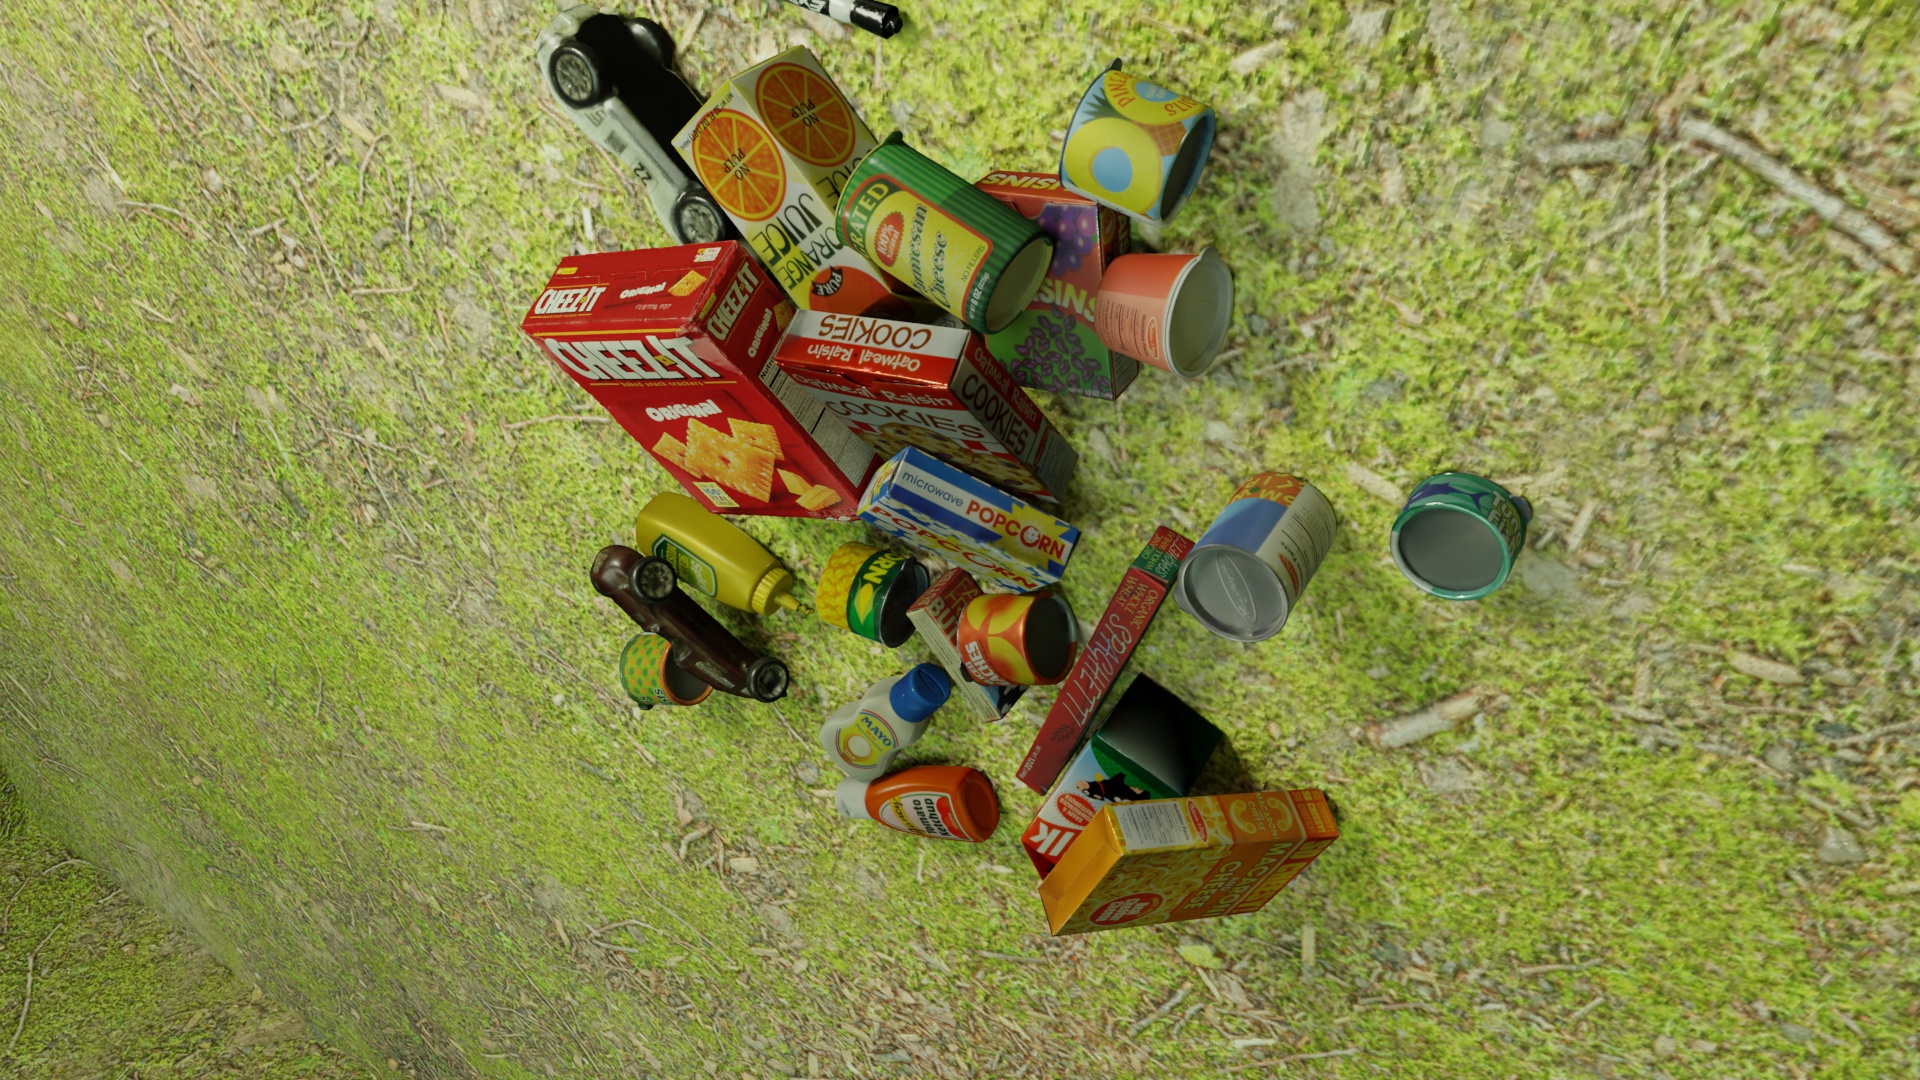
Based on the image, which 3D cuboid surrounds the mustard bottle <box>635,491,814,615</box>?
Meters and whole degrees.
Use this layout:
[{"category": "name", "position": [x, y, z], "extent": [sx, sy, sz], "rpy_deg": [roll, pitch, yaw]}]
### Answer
[{"category": "mustard bottle", "position": [-0.185, 0.020, 1.107], "extent": [0.160, 0.049, 0.065], "rpy_deg": [28, 141, 16]}]

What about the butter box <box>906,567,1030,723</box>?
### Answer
[{"category": "butter box", "position": [0.009, 0.075, 1.002], "extent": [0.024, 0.053, 0.103], "rpy_deg": [-23, 107, 48]}]

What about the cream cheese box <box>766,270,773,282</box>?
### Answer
[{"category": "cream cheese box", "position": [-0.157, -0.164, 0.960], "extent": [0.053, 0.024, 0.103], "rpy_deg": [26, 134, 19]}]

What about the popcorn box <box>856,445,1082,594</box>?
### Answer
[{"category": "popcorn box", "position": [0.003, -0.011, 0.899], "extent": [0.127, 0.038, 0.085], "rpy_deg": [26, 164, -12]}]

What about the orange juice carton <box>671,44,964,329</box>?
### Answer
[{"category": "orange juice carton", "position": [-0.076, -0.193, 0.842], "extent": [0.071, 0.073, 0.192], "rpy_deg": [-28, 104, 46]}]

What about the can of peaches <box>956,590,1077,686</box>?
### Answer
[{"category": "can of peaches", "position": [0.039, 0.070, 0.963], "extent": [0.058, 0.071, 0.071], "rpy_deg": [-6, 119, 38]}]

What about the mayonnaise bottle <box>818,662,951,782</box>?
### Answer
[{"category": "mayonnaise bottle", "position": [-0.058, 0.143, 1.114], "extent": [0.065, 0.041, 0.147], "rpy_deg": [46, 138, 0]}]

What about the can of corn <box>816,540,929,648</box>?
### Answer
[{"category": "can of corn", "position": [-0.064, 0.037, 1.018], "extent": [0.058, 0.071, 0.070], "rpy_deg": [18, 132, 25]}]

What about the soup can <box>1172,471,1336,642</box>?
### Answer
[{"category": "soup can", "position": [0.171, 0.009, 0.806], "extent": [0.071, 0.084, 0.071], "rpy_deg": [20, 132, 24]}]

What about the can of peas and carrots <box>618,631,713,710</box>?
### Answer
[{"category": "can of peas and carrots", "position": [-0.256, 0.115, 1.219], "extent": [0.058, 0.071, 0.070], "rpy_deg": [-4, 120, 38]}]

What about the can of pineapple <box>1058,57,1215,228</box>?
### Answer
[{"category": "can of pineapple", "position": [0.091, -0.203, 0.713], "extent": [0.058, 0.071, 0.070], "rpy_deg": [27, 135, 16]}]

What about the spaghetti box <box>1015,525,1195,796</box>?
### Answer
[{"category": "spaghetti box", "position": [0.095, 0.088, 0.950], "extent": [0.029, 0.050, 0.248], "rpy_deg": [32, 136, 10]}]

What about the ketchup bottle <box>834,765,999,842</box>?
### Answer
[{"category": "ketchup bottle", "position": [-0.040, 0.217, 1.158], "extent": [0.148, 0.044, 0.064], "rpy_deg": [-5, 119, 40]}]

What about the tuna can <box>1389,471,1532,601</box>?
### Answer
[{"category": "tuna can", "position": [0.273, -0.002, 0.758], "extent": [0.071, 0.033, 0.070], "rpy_deg": [20, 133, 24]}]

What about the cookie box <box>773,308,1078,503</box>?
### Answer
[{"category": "cookie box", "position": [-0.017, -0.078, 0.846], "extent": [0.123, 0.040, 0.167], "rpy_deg": [12, 164, 30]}]

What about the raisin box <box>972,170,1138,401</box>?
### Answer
[{"category": "raisin box", "position": [0.054, -0.148, 0.804], "extent": [0.086, 0.040, 0.122], "rpy_deg": [13, 129, 30]}]

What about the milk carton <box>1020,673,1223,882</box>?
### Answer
[{"category": "milk carton", "position": [0.106, 0.189, 1.004], "extent": [0.073, 0.073, 0.189], "rpy_deg": [36, 137, 8]}]

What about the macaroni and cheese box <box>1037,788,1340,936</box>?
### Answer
[{"category": "macaroni and cheese box", "position": [0.152, 0.216, 0.938], "extent": [0.123, 0.167, 0.040], "rpy_deg": [117, 145, -46]}]

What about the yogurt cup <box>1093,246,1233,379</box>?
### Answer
[{"category": "yogurt cup", "position": [0.110, -0.127, 0.762], "extent": [0.054, 0.073, 0.072], "rpy_deg": [19, 132, 35]}]

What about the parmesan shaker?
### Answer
[{"category": "parmesan shaker", "position": [-0.008, -0.167, 0.758], "extent": [0.103, 0.072, 0.071], "rpy_deg": [35, 137, 16]}]
